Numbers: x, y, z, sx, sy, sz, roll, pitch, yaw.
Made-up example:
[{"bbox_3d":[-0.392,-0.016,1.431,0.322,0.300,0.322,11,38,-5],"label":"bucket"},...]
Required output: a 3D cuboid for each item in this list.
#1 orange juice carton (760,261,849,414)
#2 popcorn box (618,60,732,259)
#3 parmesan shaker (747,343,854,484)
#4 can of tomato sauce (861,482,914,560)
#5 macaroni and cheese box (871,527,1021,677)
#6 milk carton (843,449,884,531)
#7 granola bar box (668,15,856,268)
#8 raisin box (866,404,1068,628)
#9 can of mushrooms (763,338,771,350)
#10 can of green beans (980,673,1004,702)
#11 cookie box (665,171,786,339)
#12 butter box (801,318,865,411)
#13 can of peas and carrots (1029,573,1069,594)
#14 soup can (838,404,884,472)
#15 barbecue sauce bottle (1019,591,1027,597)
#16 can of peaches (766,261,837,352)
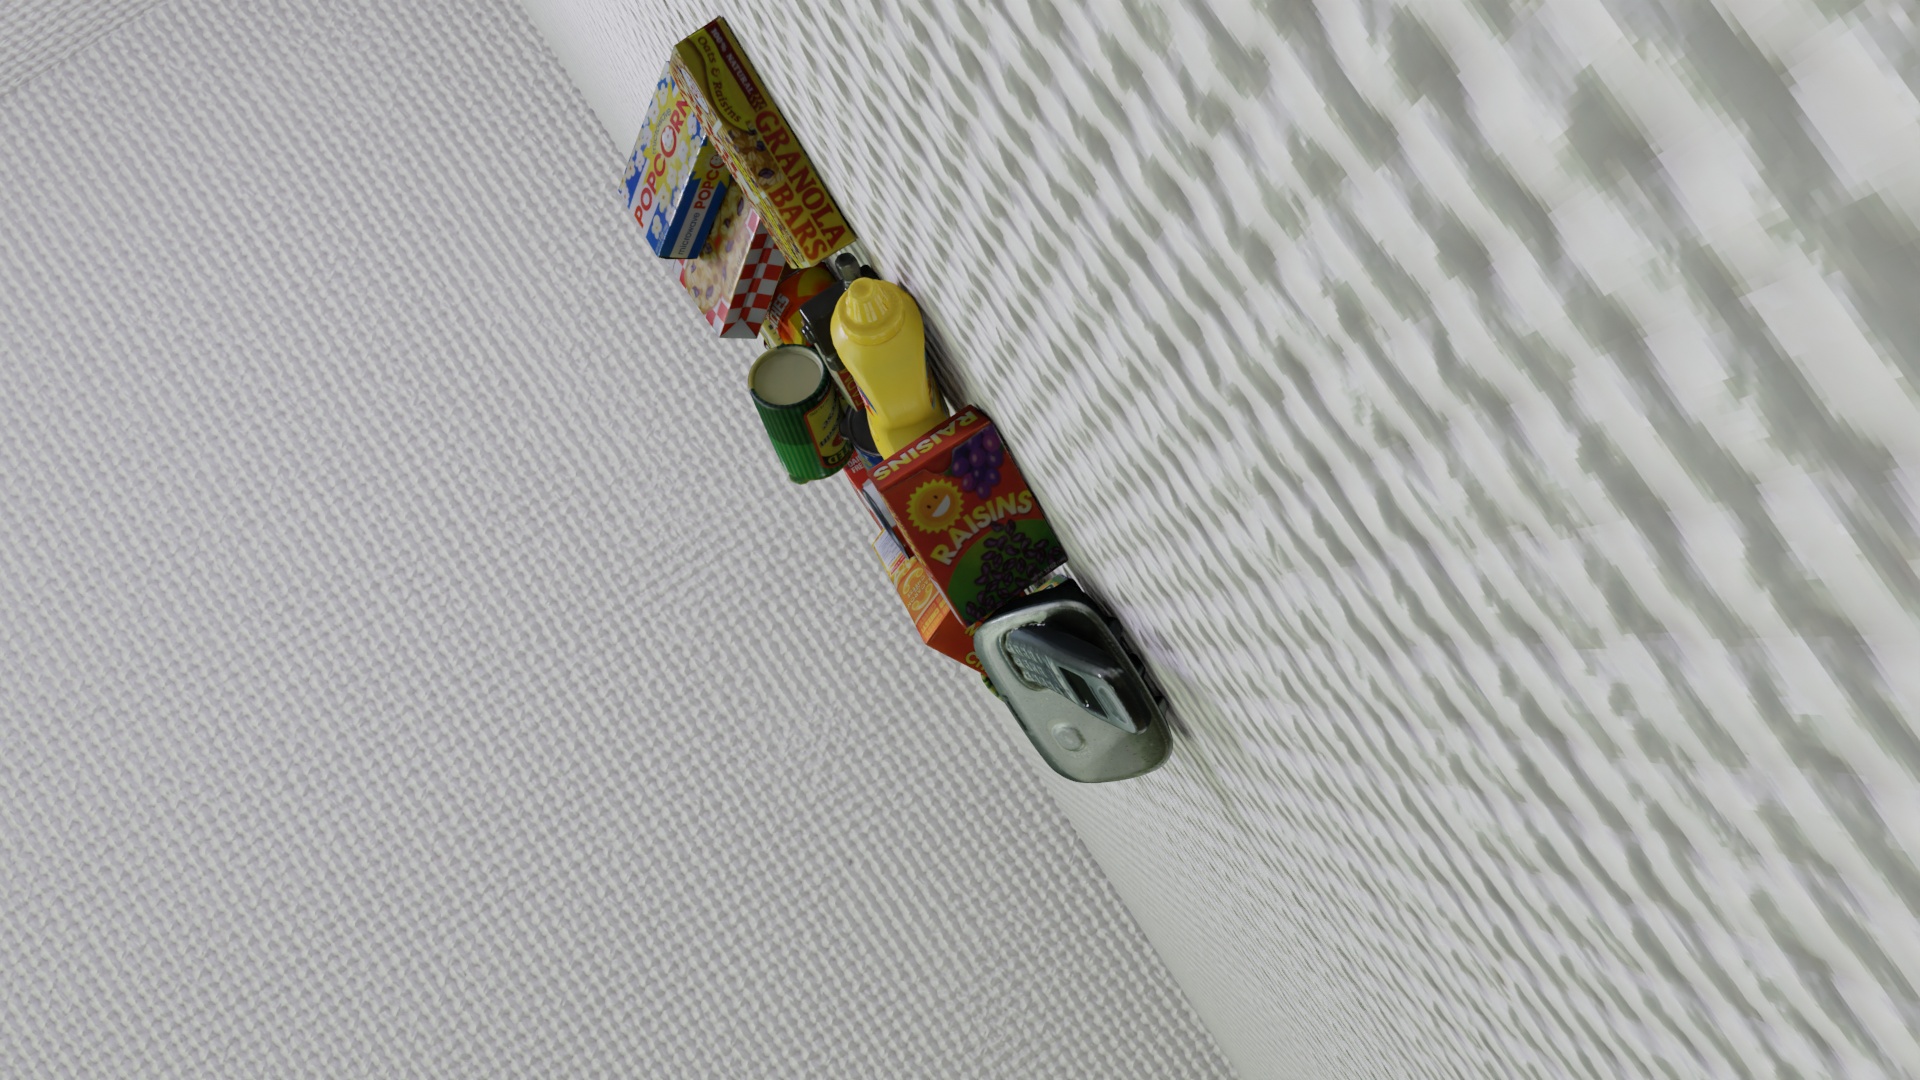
[{"bbox_3d":[-0.136,-0.190,1.212,0.192,0.072,0.073,56,175,3],"label":"orange juice carton"},{"bbox_3d":[-0.216,-0.293,1.077,0.085,0.038,0.126,57,133,28],"label":"popcorn box"},{"bbox_3d":[-0.129,-0.101,1.128,0.071,0.071,0.102,53,169,29],"label":"parmesan shaker"},{"bbox_3d":[-0.024,-0.034,1.074,0.071,0.083,0.071,56,174,8],"label":"can of tomato sauce"},{"bbox_3d":[0.006,0.051,1.112,0.123,0.040,0.167,30,-167,-29],"label":"macaroni and cheese box"},{"bbox_3d":[-0.056,-0.043,1.362,0.191,0.073,0.072,54,174,25],"label":"milk carton"},{"bbox_3d":[-0.140,-0.267,0.959,0.165,0.039,0.124,58,175,-15],"label":"granola bar box"},{"bbox_3d":[0.005,-0.015,0.915,0.123,0.086,0.040,59,175,-30],"label":"raisin box"},{"bbox_3d":[-0.162,-0.202,1.406,0.033,0.071,0.071,53,174,18],"label":"can of mushrooms"},{"bbox_3d":[0.058,0.106,1.177,0.071,0.058,0.071,27,152,16],"label":"can of green beans"},{"bbox_3d":[-0.195,-0.261,1.119,0.168,0.040,0.122,53,131,34],"label":"cookie box"},{"bbox_3d":[-0.080,-0.147,1.065,0.024,0.053,0.103,49,172,32],"label":"butter box"},{"bbox_3d":[0.065,0.066,1.004,0.071,0.059,0.071,55,174,9],"label":"can of peas and carrots"},{"bbox_3d":[-0.058,-0.084,1.148,0.071,0.071,0.083,54,174,19],"label":"soup can"},{"bbox_3d":[0.017,0.020,1.243,0.148,0.044,0.065,55,177,10],"label":"barbecue sauce bottle"},{"bbox_3d":[-0.124,-0.185,1.139,0.058,0.071,0.071,55,174,2],"label":"can of peaches"}]
